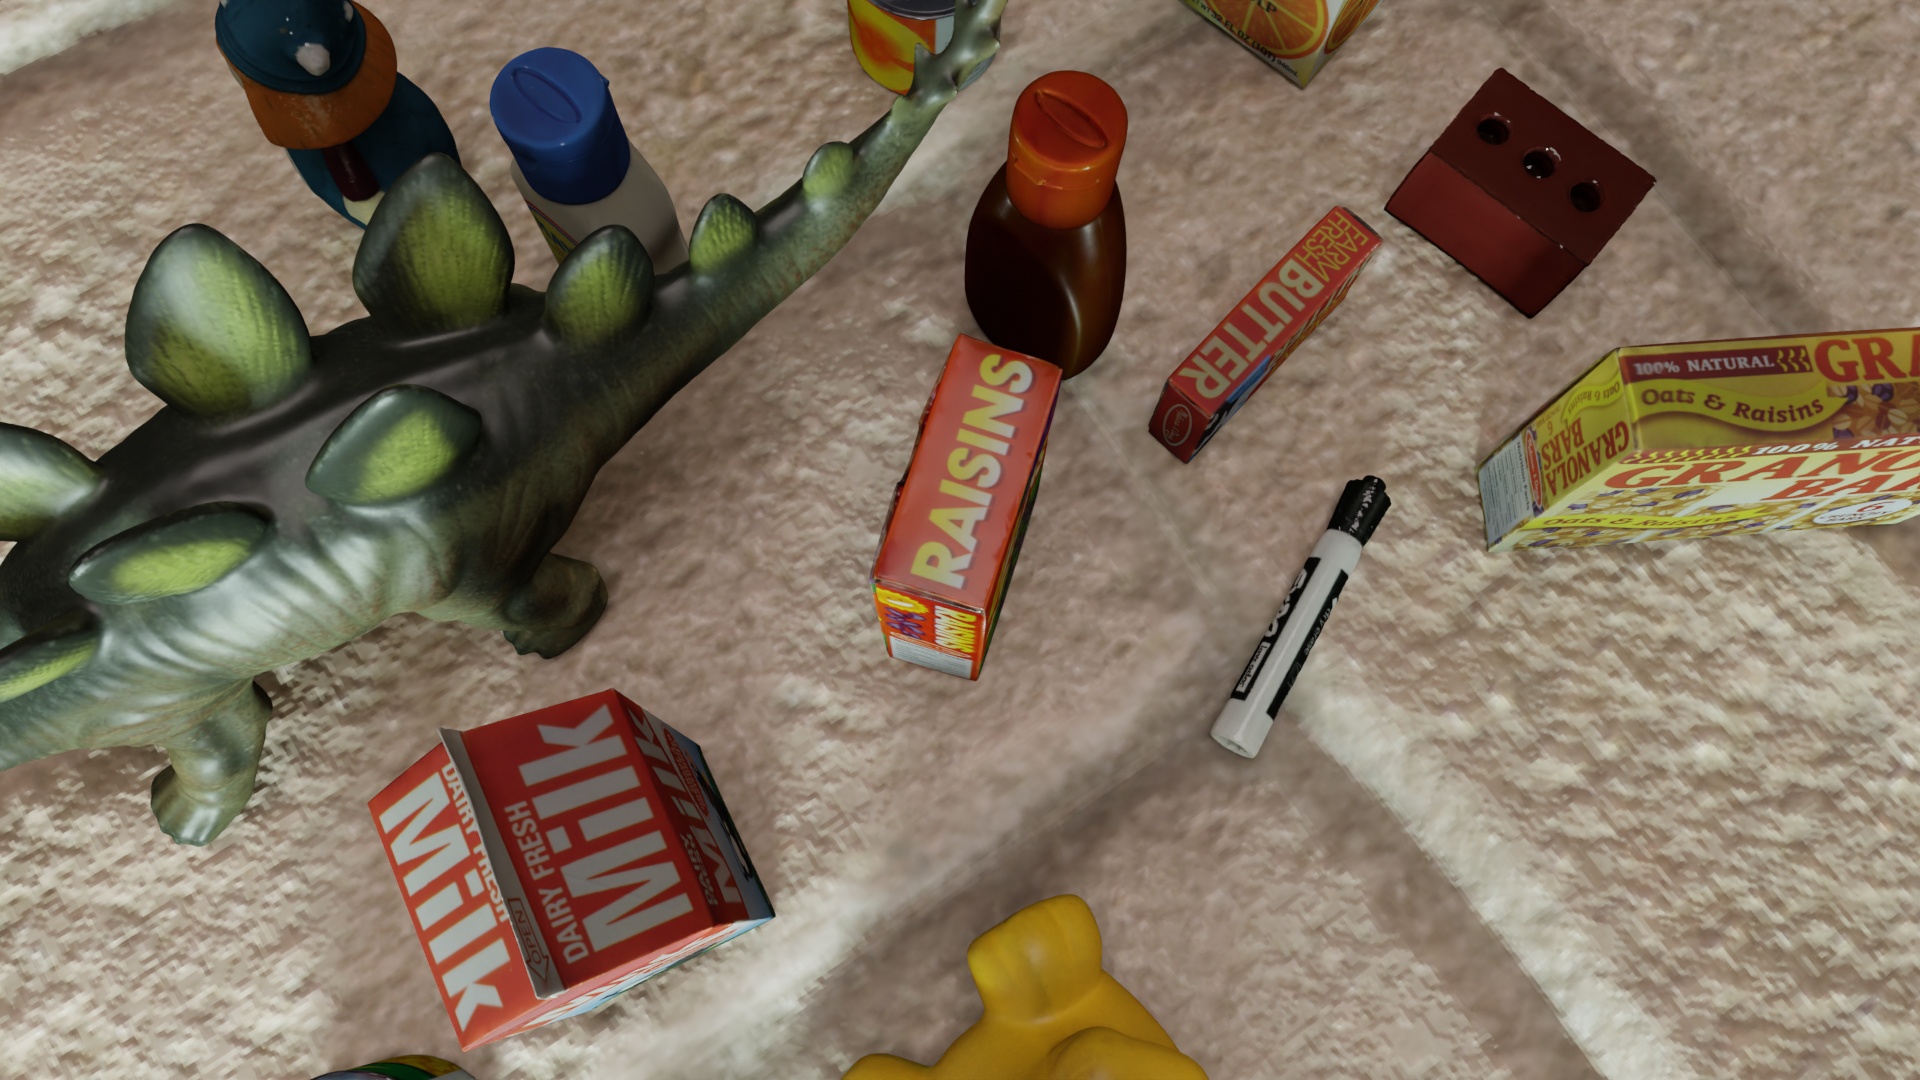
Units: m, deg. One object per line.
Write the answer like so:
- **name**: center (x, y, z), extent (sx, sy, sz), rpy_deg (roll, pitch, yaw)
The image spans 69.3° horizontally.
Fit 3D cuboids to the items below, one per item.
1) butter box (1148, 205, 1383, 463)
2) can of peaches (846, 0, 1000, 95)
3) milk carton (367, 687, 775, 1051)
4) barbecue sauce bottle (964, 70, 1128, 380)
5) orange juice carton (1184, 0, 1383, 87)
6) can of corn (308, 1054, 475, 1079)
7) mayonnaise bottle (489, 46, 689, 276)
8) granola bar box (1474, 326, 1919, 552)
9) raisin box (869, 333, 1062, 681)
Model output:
- **butter box**: center (0.117, -0.080, 0.540), extent (0.024, 0.053, 0.104), rpy_deg (42, 78, 10)
- **can of peaches**: center (-0.016, -0.229, 0.578), extent (0.071, 0.058, 0.071), rpy_deg (0, 74, -1)
- **milk carton**: center (-0.111, 0.098, 0.415), extent (0.073, 0.190, 0.072), rpy_deg (-25, 77, -7)
- **barbecue sauce bottle**: center (0.032, -0.110, 0.498), extent (0.065, 0.148, 0.044), rpy_deg (42, 78, 10)
- **orange juice carton**: center (0.146, -0.266, 0.521), extent (0.072, 0.192, 0.073), rpy_deg (40, 78, 9)
- **can of corn**: center (-0.193, 0.205, 0.451), extent (0.071, 0.058, 0.071), rpy_deg (0, 74, -1)
- **mayonnaise bottle**: center (-0.129, -0.118, 0.497), extent (0.065, 0.147, 0.041), rpy_deg (40, 78, 9)
- **granola bar box**: center (0.288, -0.035, 0.494), extent (0.166, 0.124, 0.039), rpy_deg (-4, 75, -2)
- **raisin box**: center (0.002, -0.006, 0.481), extent (0.040, 0.123, 0.086), rpy_deg (18, 75, 4)
